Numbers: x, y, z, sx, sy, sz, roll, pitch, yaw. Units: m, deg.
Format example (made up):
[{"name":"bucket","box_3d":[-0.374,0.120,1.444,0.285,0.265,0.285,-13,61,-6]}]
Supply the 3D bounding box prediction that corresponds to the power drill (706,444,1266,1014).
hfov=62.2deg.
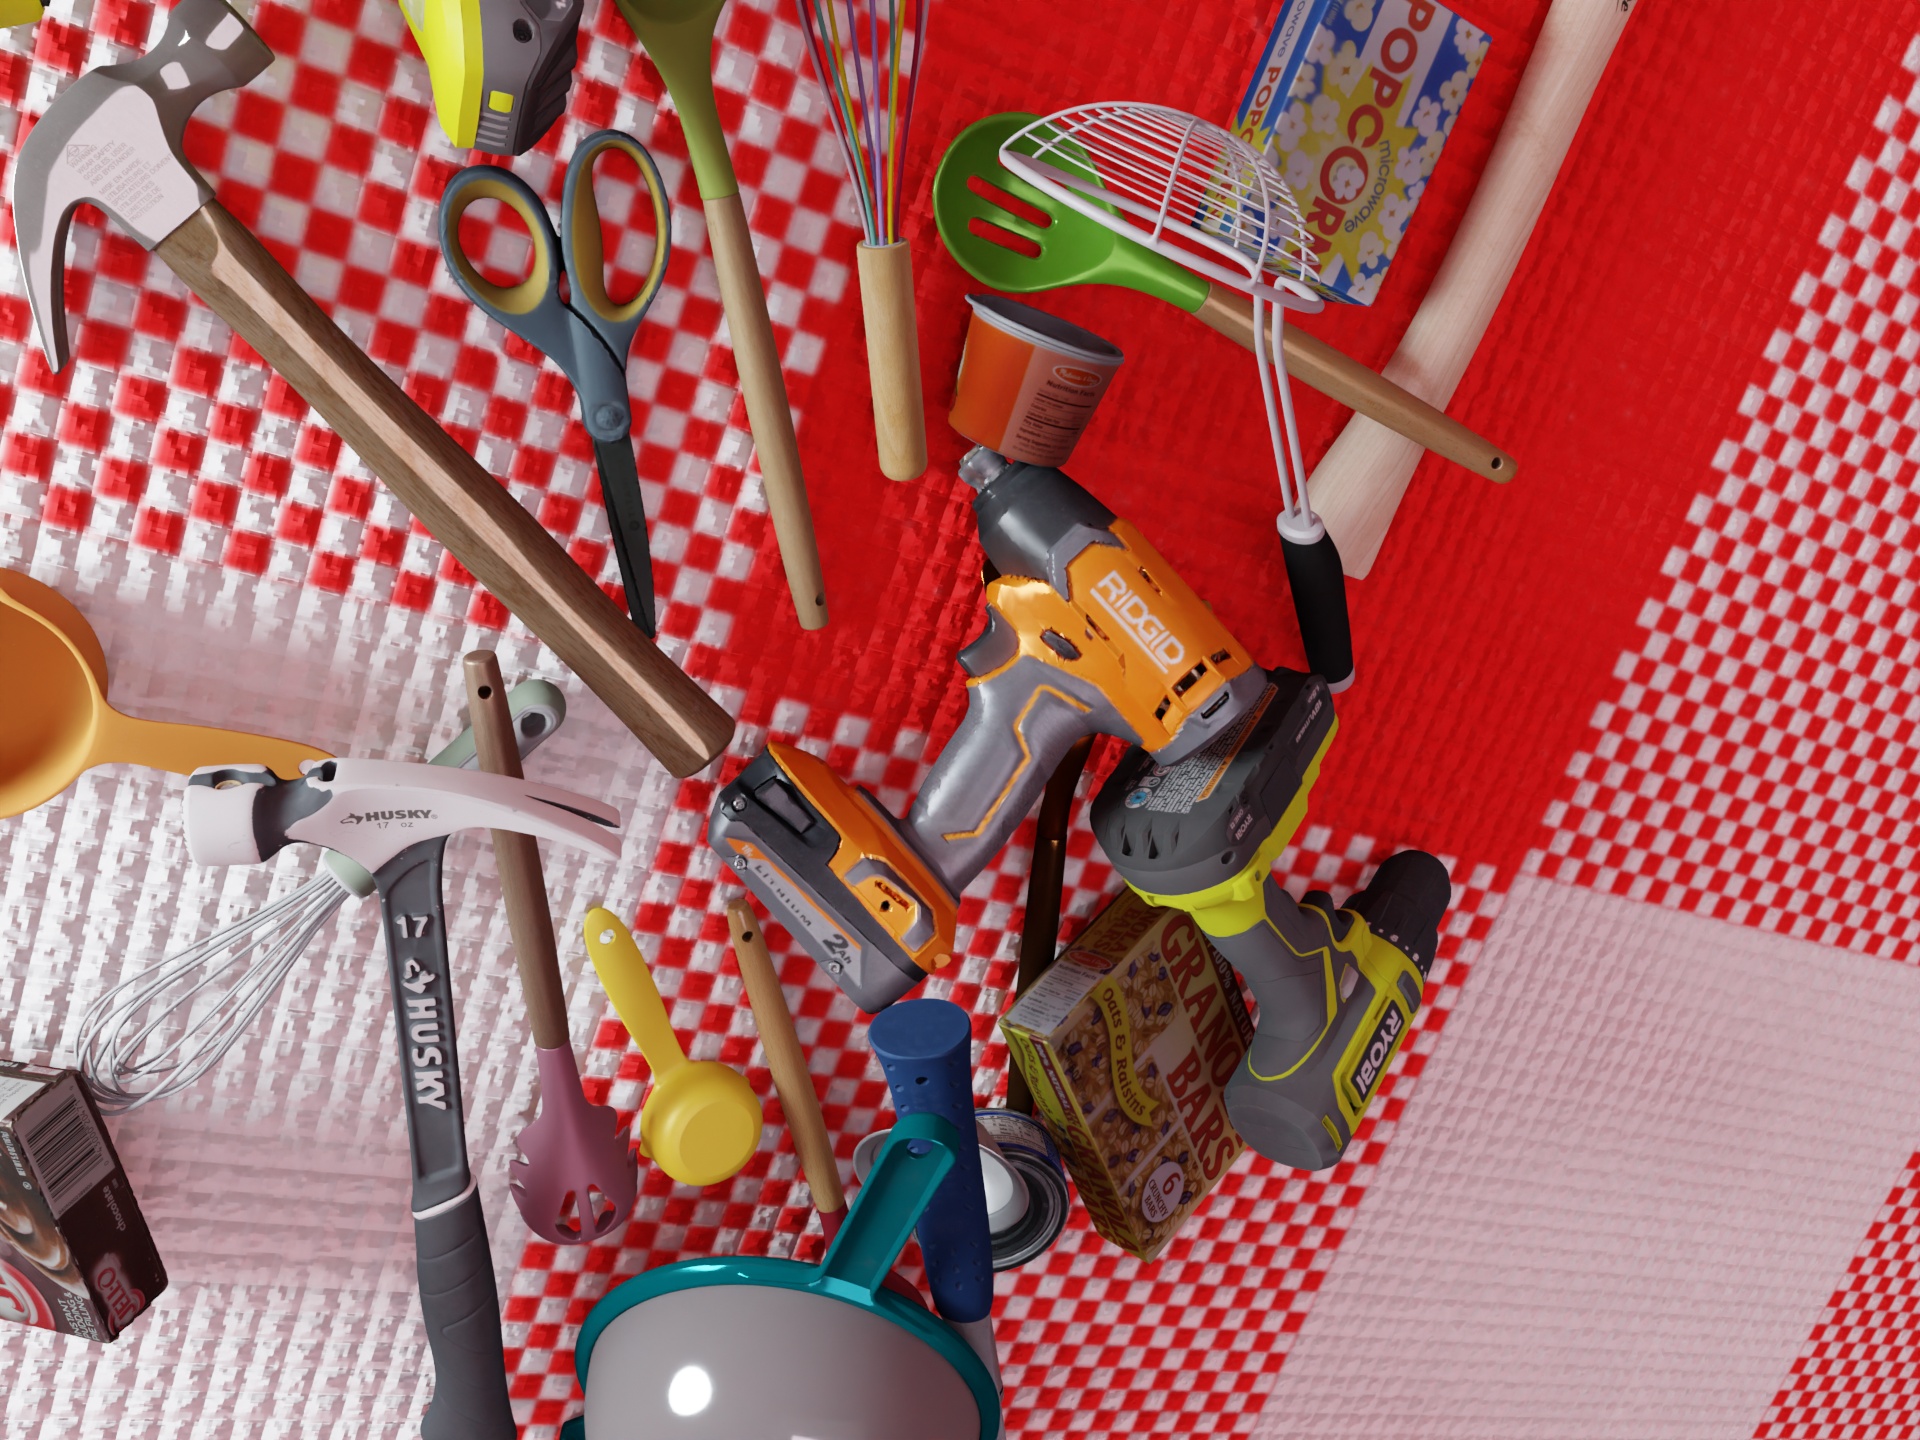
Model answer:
[{"name":"power drill","box_3d":[-0.001,-0.002,0.693,0.226,0.084,0.164,-42,93,-1]}]

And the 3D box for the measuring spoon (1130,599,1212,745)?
[{"name":"measuring spoon","box_3d":[0.097,-0.007,0.790,0.021,0.011,0.117,17,100,-34]}]

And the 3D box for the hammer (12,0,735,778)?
[{"name":"hammer","box_3d":[-0.206,-0.095,0.606,0.130,0.031,0.331,-41,117,-2]}]

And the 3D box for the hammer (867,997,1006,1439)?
[{"name":"hammer","box_3d":[0.009,0.289,0.768,0.144,0.035,0.405,-1,126,8]}]

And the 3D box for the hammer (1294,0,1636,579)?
[{"name":"hammer","box_3d":[0.270,-0.257,0.744,0.146,0.038,0.410,16,104,-29]}]

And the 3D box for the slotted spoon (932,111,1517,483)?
[{"name":"slotted spoon","box_3d":[0.125,-0.173,0.701,0.313,0.031,0.070,22,102,-21]}]

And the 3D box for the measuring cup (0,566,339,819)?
[{"name":"measuring cup","box_3d":[-0.320,-0.004,0.592,0.173,0.052,0.095,13,105,-29]}]

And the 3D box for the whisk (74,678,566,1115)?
[{"name":"whisk","box_3d":[-0.258,0.069,0.651,0.246,0.059,0.057,-43,132,-7]}]

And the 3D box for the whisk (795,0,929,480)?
[{"name":"whisk","box_3d":[-0.031,-0.209,0.625,0.047,0.051,0.244,9,123,21]}]

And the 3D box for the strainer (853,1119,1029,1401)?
[{"name":"strainer","box_3d":[0.001,0.270,0.800,0.087,0.050,0.258,3,123,16]}]

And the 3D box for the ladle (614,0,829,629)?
[{"name":"ladle","box_3d":[-0.079,-0.178,0.620,0.078,0.062,0.320,-36,128,-39]}]

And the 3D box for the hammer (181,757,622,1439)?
[{"name":"hammer","box_3d":[-0.216,0.187,0.678,0.149,0.036,0.408,-2,124,-12]}]

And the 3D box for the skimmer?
[{"name":"skimmer","box_3d":[0.114,-0.105,0.672,0.090,0.127,0.362,-39,141,-9]}]

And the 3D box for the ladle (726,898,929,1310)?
[{"name":"ladle","box_3d":[-0.073,0.225,0.804,0.069,0.031,0.315,-20,115,-16]}]

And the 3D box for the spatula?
[{"name":"spatula","box_3d":[0.040,0.073,0.792,0.081,0.041,0.322,-4,116,-20]}]

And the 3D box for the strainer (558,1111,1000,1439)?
[{"name":"strainer","box_3d":[-0.069,0.307,0.709,0.211,0.095,0.340,20,127,-6]}]

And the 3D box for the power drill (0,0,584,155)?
[{"name":"power drill","box_3d":[-0.237,-0.243,0.487,0.223,0.080,0.171,-6,85,-21]}]

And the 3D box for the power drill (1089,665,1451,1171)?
[{"name":"power drill","box_3d":[0.170,0.084,0.795,0.191,0.080,0.228,-51,125,-30]}]

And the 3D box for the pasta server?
[{"name":"pasta server","box_3d":[-0.183,0.113,0.692,0.060,0.040,0.316,-12,118,-19]}]

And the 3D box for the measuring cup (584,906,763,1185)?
[{"name":"measuring cup","box_3d":[-0.136,0.153,0.740,0.062,0.029,0.156,-31,120,-22]}]
